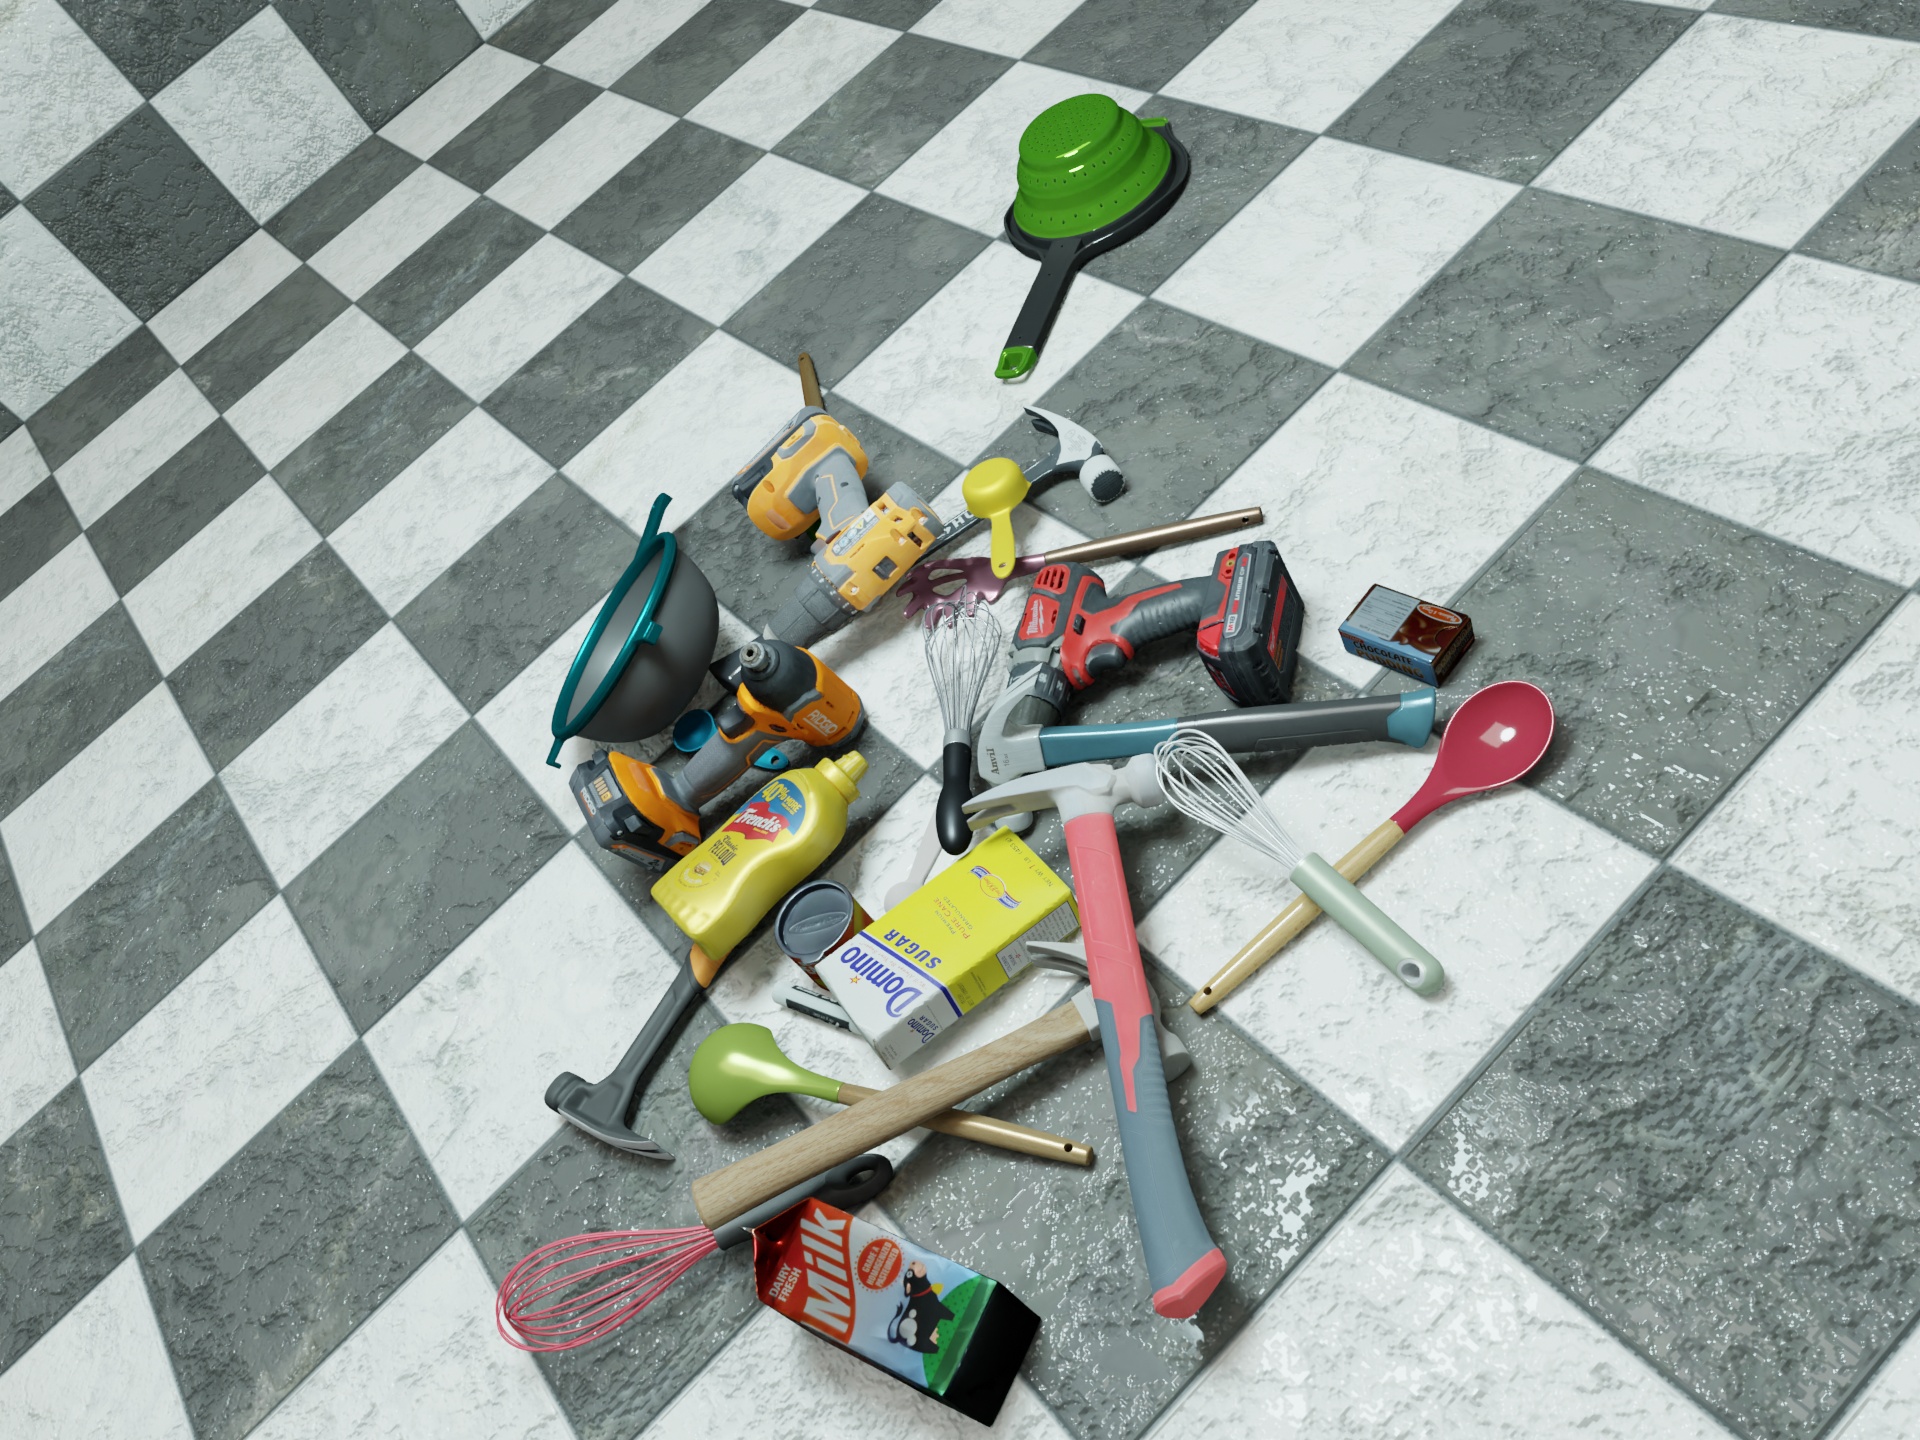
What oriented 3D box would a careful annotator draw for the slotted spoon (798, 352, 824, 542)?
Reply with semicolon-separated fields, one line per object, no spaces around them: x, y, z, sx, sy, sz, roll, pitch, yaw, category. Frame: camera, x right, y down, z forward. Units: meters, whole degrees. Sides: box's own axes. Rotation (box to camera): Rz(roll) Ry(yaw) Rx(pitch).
-0.144;-0.286;1.616;0.070;0.031;0.314;-28;44;14;slotted spoon

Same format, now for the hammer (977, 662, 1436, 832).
0.172;0.011;1.145;0.331;0.128;0.033;-5;28;17;hammer

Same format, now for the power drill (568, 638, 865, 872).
-0.202;0.020;1.298;0.226;0.164;0.084;-35;63;4;power drill

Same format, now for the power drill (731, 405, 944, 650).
-0.130;-0.167;1.427;0.185;0.084;0.226;-44;43;6;power drill

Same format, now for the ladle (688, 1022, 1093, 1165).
-0.055;0.270;1.105;0.320;0.062;0.078;7;56;26;ladle

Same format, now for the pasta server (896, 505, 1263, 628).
0.098;-0.137;1.344;0.316;0.060;0.040;-11;28;18;pasta server

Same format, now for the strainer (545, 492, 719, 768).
-0.277;-0.099;1.489;0.211;0.095;0.341;-46;24;32;strainer

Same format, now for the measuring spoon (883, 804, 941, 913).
-0.029;0.099;1.236;0.034;0.018;0.124;4;56;33;measuring spoon

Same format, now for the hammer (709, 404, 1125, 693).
-0.054;-0.148;1.443;0.409;0.036;0.149;-33;44;3;hammer

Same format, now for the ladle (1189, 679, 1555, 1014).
0.273;0.089;1.065;0.315;0.031;0.069;-41;49;-3;ladle

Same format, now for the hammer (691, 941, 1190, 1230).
-0.023;0.247;1.057;0.331;0.031;0.130;-25;46;-6;hammer

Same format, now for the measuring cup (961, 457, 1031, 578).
0.030;-0.175;1.355;0.062;0.029;0.157;-20;37;14;measuring cup

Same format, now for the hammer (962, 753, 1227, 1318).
0.090;0.190;1.024;0.143;0.038;0.387;-13;50;7;hammer

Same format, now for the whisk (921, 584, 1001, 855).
-0.002;-0.005;1.260;0.070;0.070;0.285;-17;42;17;whisk

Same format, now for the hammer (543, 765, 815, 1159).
-0.190;0.179;1.254;0.127;0.034;0.337;13;62;38;hammer

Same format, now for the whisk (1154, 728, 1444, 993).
0.219;0.090;1.047;0.247;0.059;0.057;44;123;27;whisk

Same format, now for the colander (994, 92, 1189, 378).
0.099;-0.514;1.612;0.204;0.094;0.397;3;56;32;colander

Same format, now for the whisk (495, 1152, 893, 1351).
-0.183;0.360;1.089;0.296;0.073;0.073;-23;46;3;whisk

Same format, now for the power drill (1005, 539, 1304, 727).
0.136;-0.047;1.223;0.227;0.080;0.188;-4;53;31;power drill

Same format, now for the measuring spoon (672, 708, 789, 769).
-0.199;0.024;1.403;0.129;0.021;0.042;18;73;29;measuring spoon
